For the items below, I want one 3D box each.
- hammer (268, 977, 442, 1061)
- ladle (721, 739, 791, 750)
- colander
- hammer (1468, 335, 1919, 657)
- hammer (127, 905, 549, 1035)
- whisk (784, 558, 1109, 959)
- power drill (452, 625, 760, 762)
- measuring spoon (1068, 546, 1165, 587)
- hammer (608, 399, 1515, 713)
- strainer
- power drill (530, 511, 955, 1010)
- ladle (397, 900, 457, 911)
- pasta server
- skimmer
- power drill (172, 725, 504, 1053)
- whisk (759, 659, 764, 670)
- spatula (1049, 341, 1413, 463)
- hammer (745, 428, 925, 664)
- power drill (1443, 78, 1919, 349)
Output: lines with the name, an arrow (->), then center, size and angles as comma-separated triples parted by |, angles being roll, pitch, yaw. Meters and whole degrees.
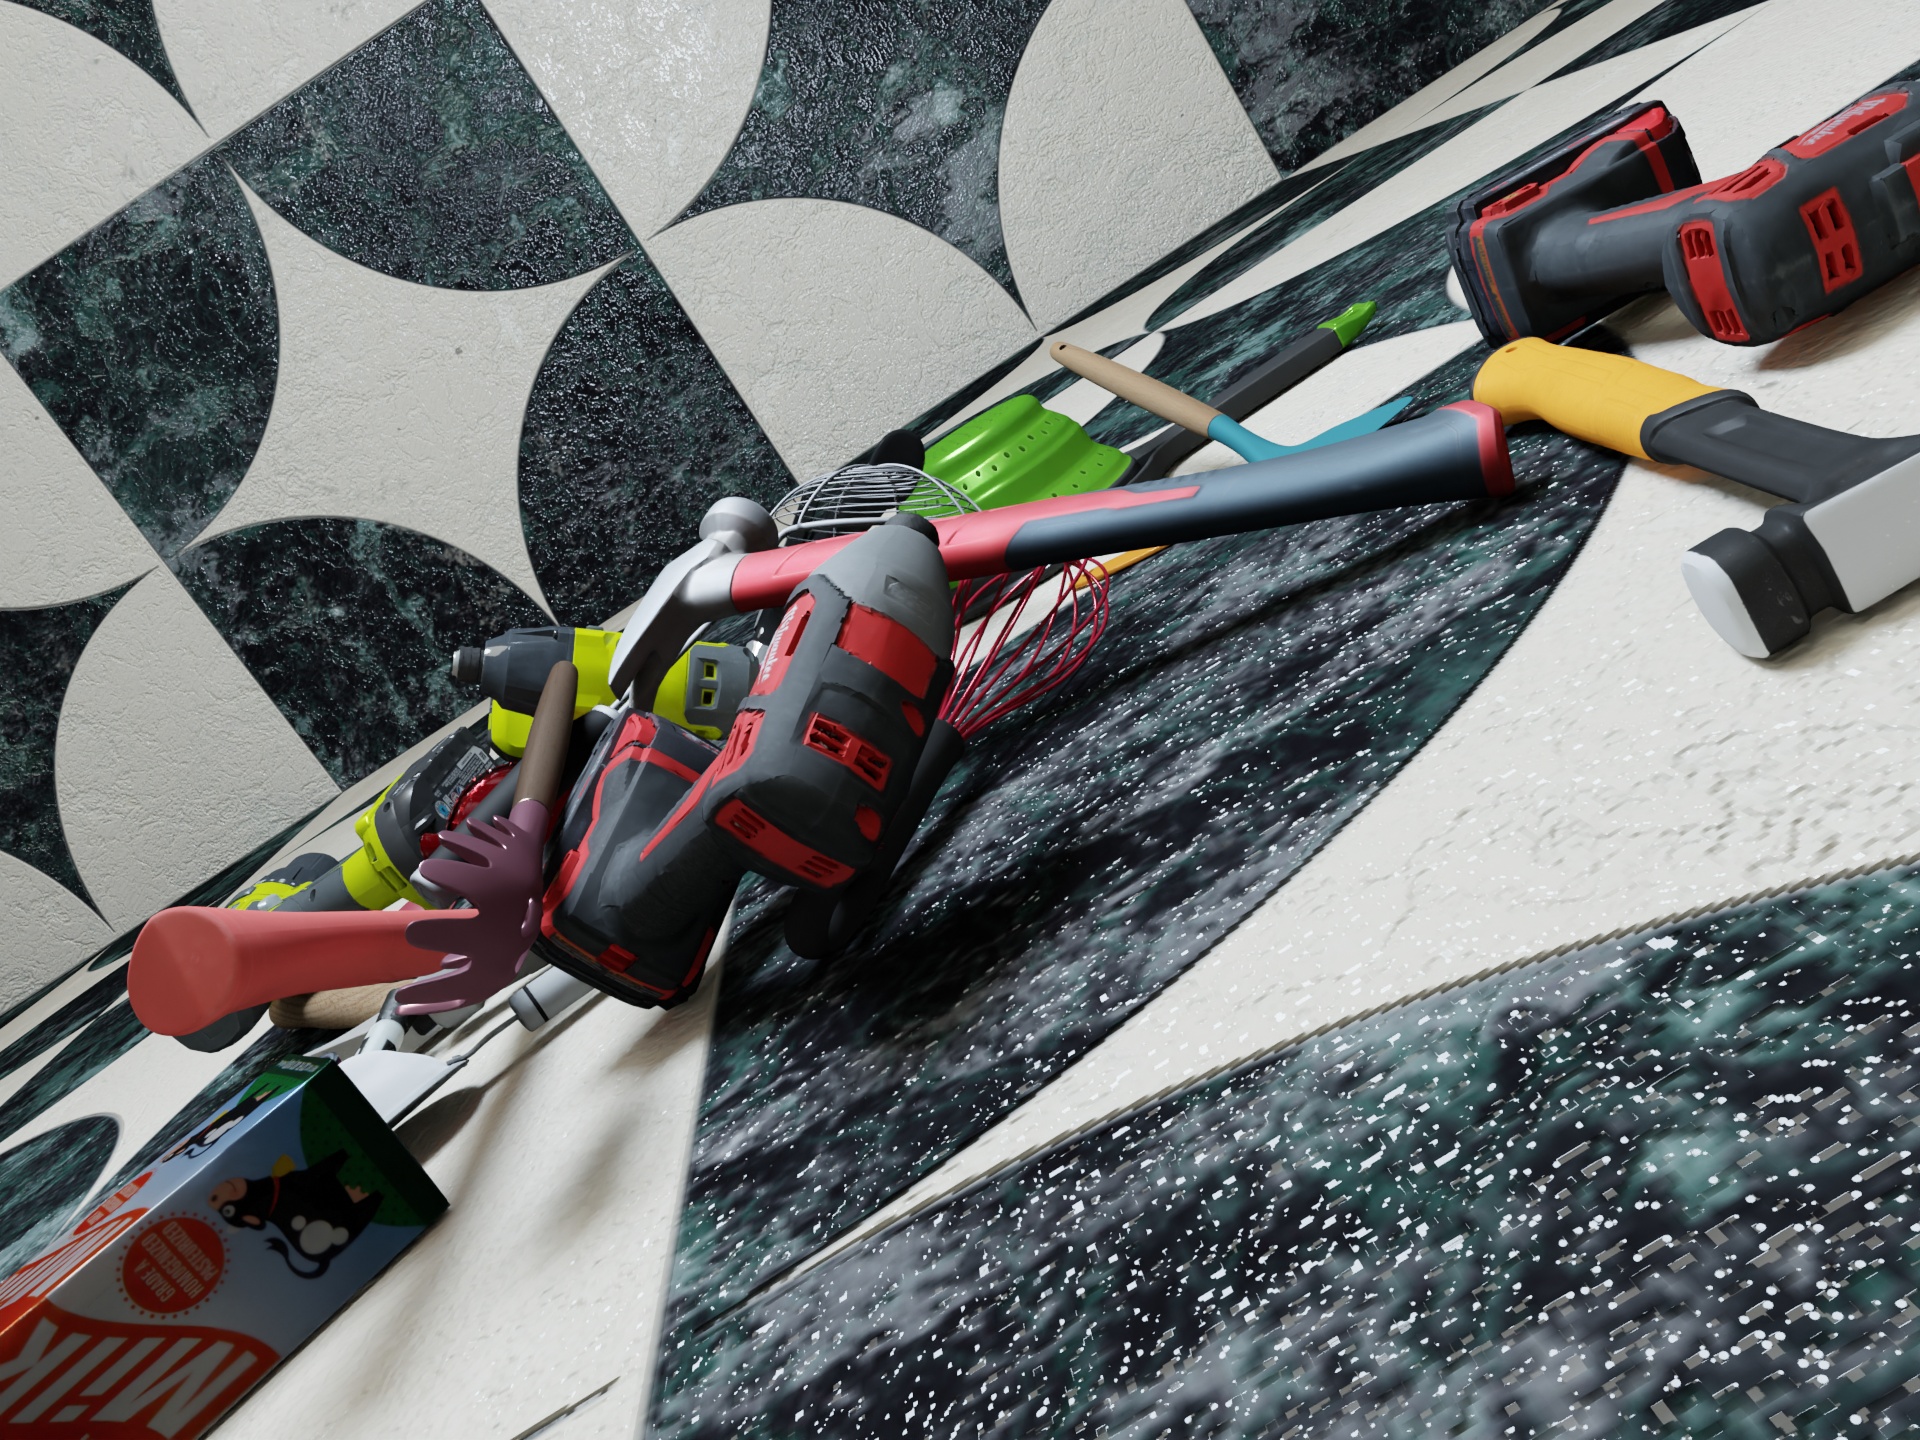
hammer -> -0.366, 0.173, 0.957 | 0.130, 0.031, 0.331 | -42, 16, -33
ladle -> -0.167, 0.023, 0.897 | 0.078, 0.062, 0.320 | -35, 19, -30
colander -> 0.091, -0.194, 1.049 | 0.397, 0.094, 0.204 | -34, 14, -2
hammer -> 0.242, -0.104, 0.526 | 0.127, 0.034, 0.337 | -32, 14, 10
hammer -> -0.214, 0.087, 0.652 | 0.149, 0.037, 0.359 | -33, -7, -1
whisk -> -0.001, -0.002, 0.683 | 0.073, 0.073, 0.296 | -22, 23, 38
power drill -> -0.232, -0.015, 1.003 | 0.171, 0.080, 0.223 | 6, -9, -17
measuring spoon -> 0.105, -0.099, 0.866 | 0.117, 0.011, 0.021 | -25, 16, 32
hammer -> 0.030, -0.070, 0.671 | 0.386, 0.038, 0.143 | -7, 39, 26
strainer -> -0.202, 0.133, 0.712 | 0.258, 0.050, 0.087 | -35, -1, -20
power drill -> -0.078, 0.016, 0.589 | 0.219, 0.078, 0.143 | -36, 28, 49
ladle -> -0.286, 0.059, 1.109 | 0.315, 0.031, 0.069 | -46, 21, -27
pasta server -> -0.179, 0.027, 0.644 | 0.316, 0.040, 0.060 | -115, 38, -68
skimmer -> -0.121, -0.018, 0.816 | 0.127, 0.090, 0.363 | -5, 38, 50
power drill -> -0.392, 0.101, 1.028 | 0.228, 0.080, 0.191 | -32, 17, 15
whisk -> -0.115, -0.005, 0.971 | 0.051, 0.047, 0.245 | -13, 14, -13
spatula -> 0.131, -0.185, 0.914 | 0.082, 0.044, 0.318 | -38, 37, -7
hammer -> -0.084, -0.128, 1.080 | 0.335, 0.035, 0.146 | 150, 140, -69
power drill -> 0.324, -0.214, 0.639 | 0.188, 0.080, 0.227 | -30, 17, -5
